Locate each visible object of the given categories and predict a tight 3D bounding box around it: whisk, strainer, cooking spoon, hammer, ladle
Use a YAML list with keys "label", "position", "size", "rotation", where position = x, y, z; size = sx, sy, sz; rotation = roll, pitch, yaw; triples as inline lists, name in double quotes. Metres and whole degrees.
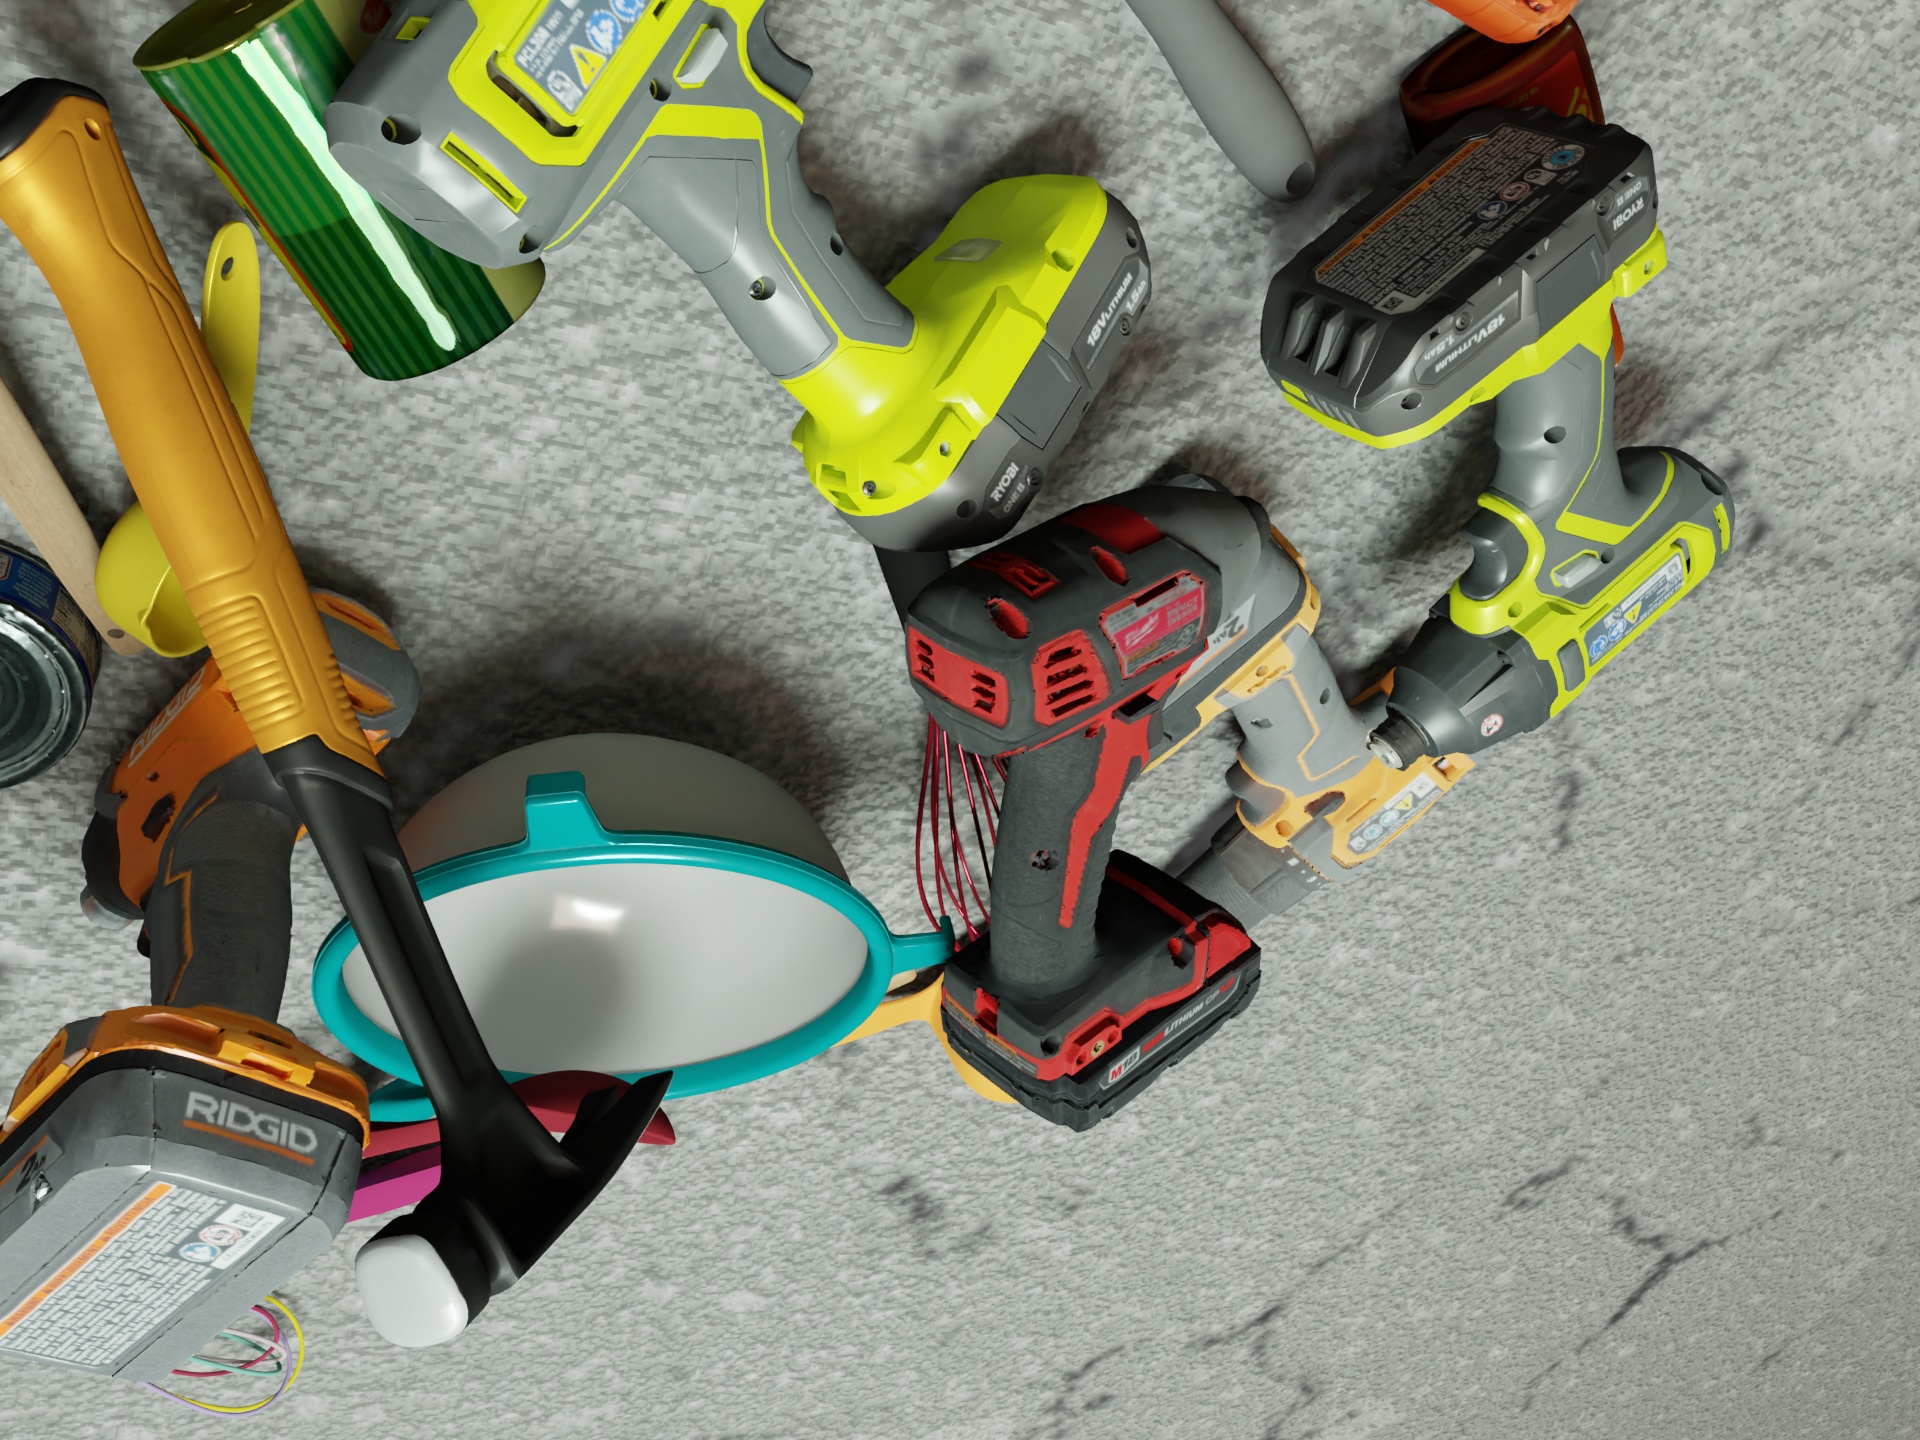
- label: "whisk"
  position: [0.057, -0.231, 0.495]
  size: [0.055, 0.055, 0.238]
  rotation: [-44, 142, 14]
- label: "strainer"
  position: [-0.181, 0.096, 0.650]
  size: [0.340, 0.095, 0.210]
  rotation: [-32, 140, 31]
- label: "whisk"
  position: [-0.404, 0.254, 0.705]
  size: [0.244, 0.051, 0.047]
  rotation: [36, 86, -34]
- label: "cooking spoon"
  position: [-0.170, 0.176, 0.746]
  size: [0.319, 0.017, 0.068]
  rotation: [-22, 159, -7]
- label: "hammer"
  position: [-0.179, -0.008, 0.442]
  size: [0.034, 0.127, 0.337]
  rotation: [-18, 98, 19]
- label: "ladle"
  position: [-0.263, 0.174, 0.642]
  size: [0.315, 0.031, 0.069]
  rotation: [-11, 153, 12]
- label: "whisk"
  position: [-0.001, -0.002, 0.658]
  size: [0.073, 0.073, 0.295]
  rotation: [-20, 125, -7]

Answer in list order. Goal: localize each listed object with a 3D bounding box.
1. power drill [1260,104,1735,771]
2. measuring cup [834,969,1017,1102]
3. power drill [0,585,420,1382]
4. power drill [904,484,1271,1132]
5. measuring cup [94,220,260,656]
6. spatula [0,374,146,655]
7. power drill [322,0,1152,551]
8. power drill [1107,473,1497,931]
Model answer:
- label: "power drill"
  position: [0.200, -0.090, 0.590]
  size: [0.171, 0.080, 0.223]
  rotation: [-40, 132, -6]
- label: "measuring cup"
  position: [-0.003, 0.153, 0.760]
  size: [0.173, 0.052, 0.095]
  rotation: [-10, 133, -27]
- label: "power drill"
  position: [-0.249, 0.080, 0.505]
  size: [0.164, 0.227, 0.084]
  rotation: [-39, 129, 24]
- label: "power drill"
  position: [0.053, 0.025, 0.563]
  size: [0.143, 0.079, 0.219]
  rotation: [-29, 132, -33]
- label: "measuring cup"
  position: [-0.237, -0.087, 0.488]
  size: [0.029, 0.062, 0.156]
  rotation: [29, 127, 5]
- label: "spatula"
  position: [-0.277, -0.116, 0.420]
  size: [0.059, 0.018, 0.315]
  rotation: [-10, 147, -11]
- label: "power drill"
  position: [-0.043, -0.175, 0.473]
  size: [0.228, 0.080, 0.190]
  rotation: [38, 79, -40]
- label: "power drill"
  position: [0.118, 0.014, 0.707]
  size: [0.185, 0.084, 0.226]
  rotation: [-43, 134, 15]
